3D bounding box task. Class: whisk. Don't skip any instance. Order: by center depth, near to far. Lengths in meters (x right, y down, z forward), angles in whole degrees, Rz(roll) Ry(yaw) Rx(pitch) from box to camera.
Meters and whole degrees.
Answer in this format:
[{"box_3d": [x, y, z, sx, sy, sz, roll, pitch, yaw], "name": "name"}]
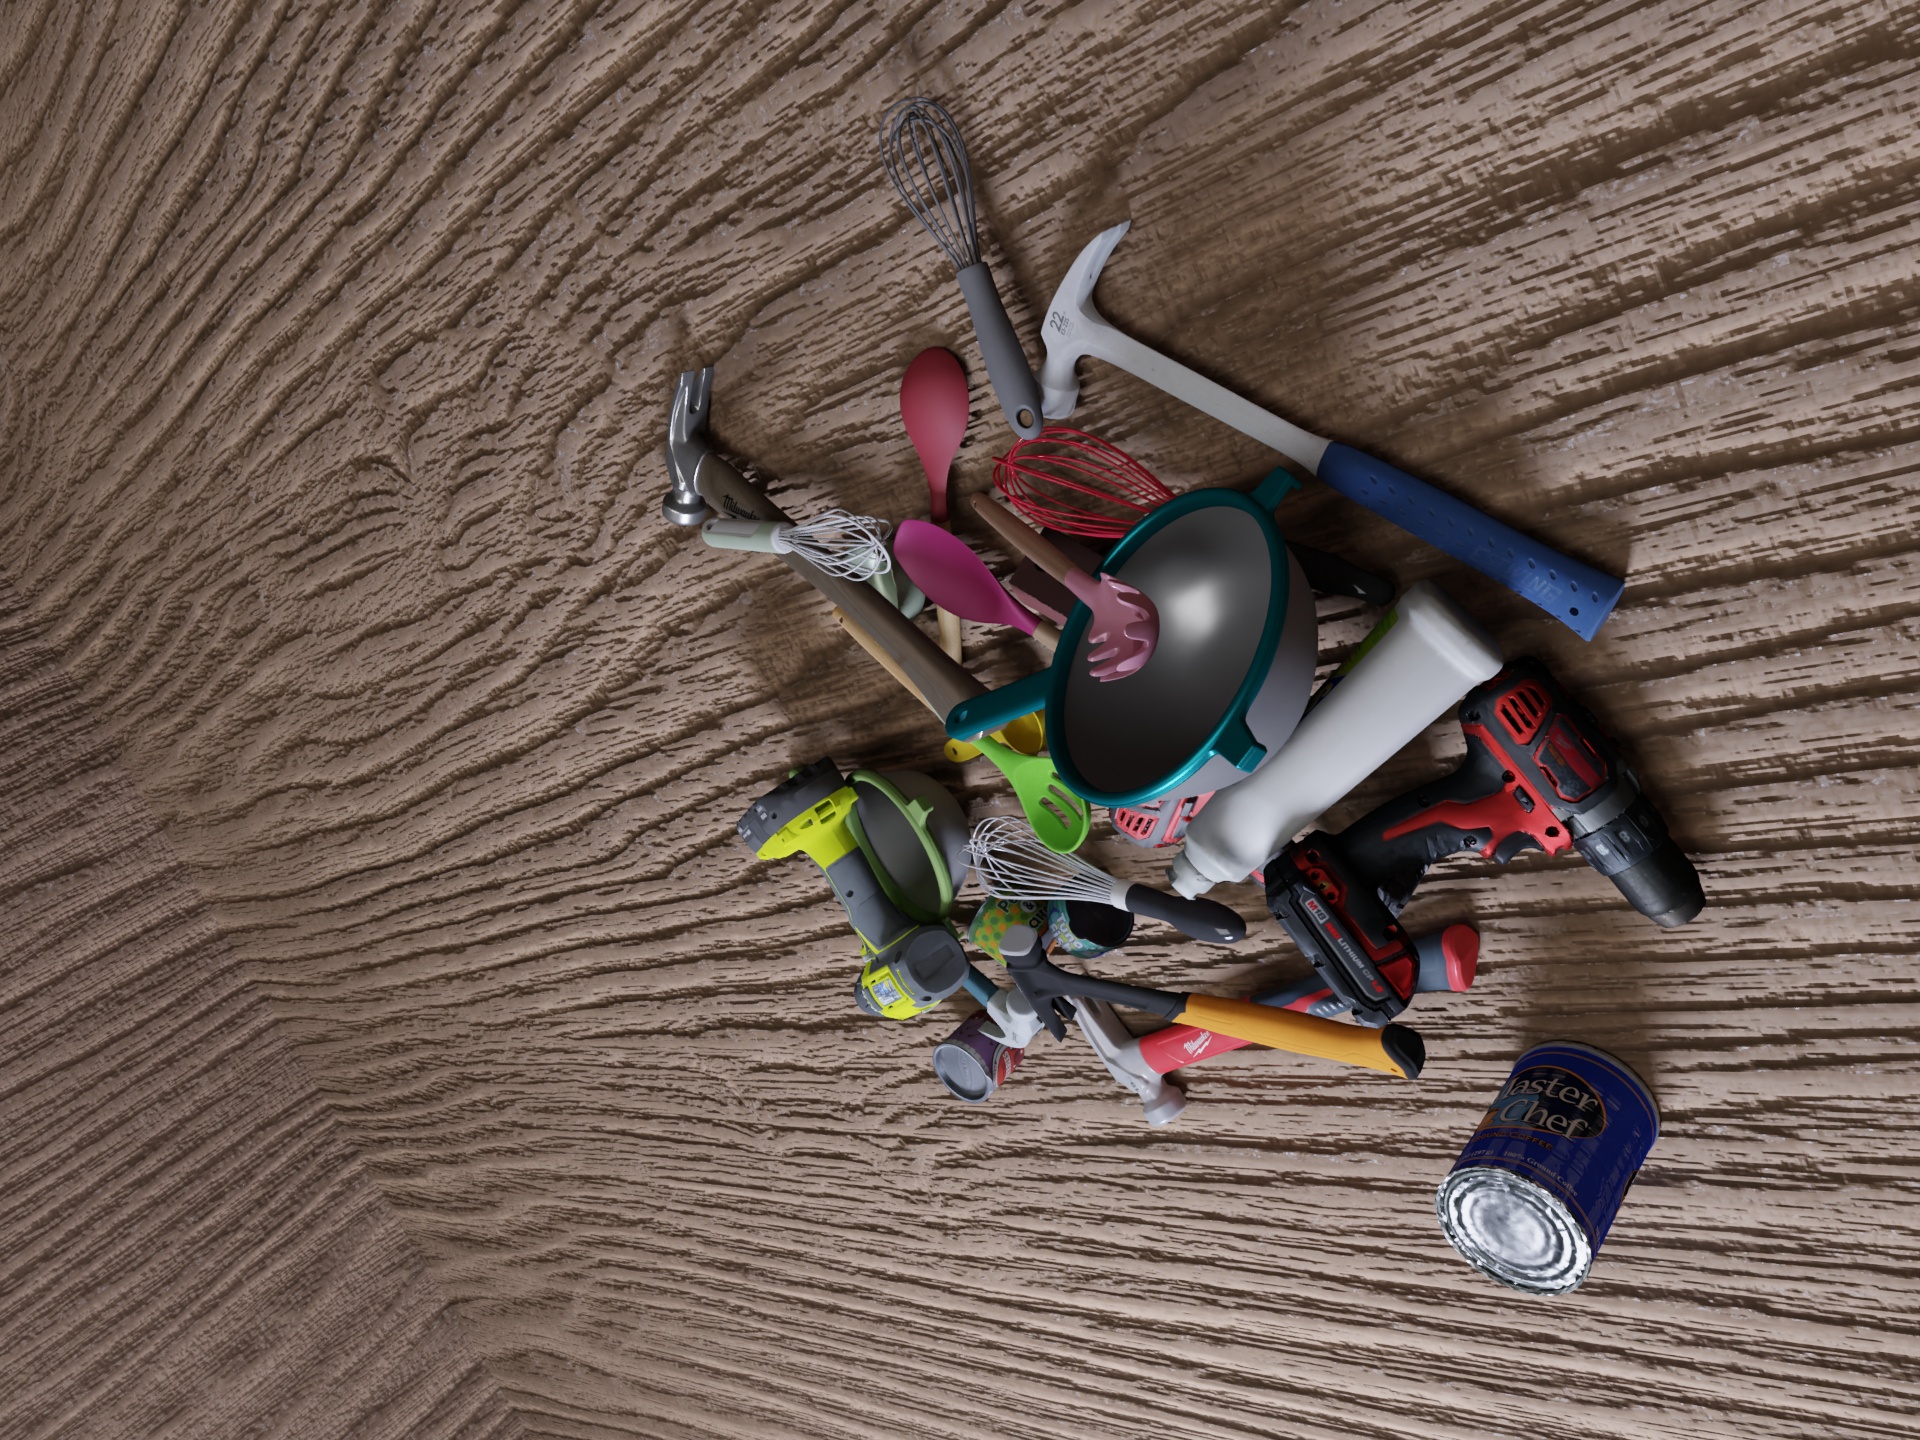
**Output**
[{"box_3d": [0.150, -0.133, 1.067, 0.296, 0.073, 0.073, 23, 131, 23], "name": "whisk"}, {"box_3d": [0.005, -0.301, 1.069, 0.055, 0.055, 0.239, -16, 97, 47], "name": "whisk"}, {"box_3d": [0.104, 0.126, 1.218, 0.285, 0.070, 0.070, 13, 125, 46], "name": "whisk"}, {"box_3d": [-0.132, -0.141, 1.225, 0.246, 0.058, 0.059, 12, 147, 50], "name": "whisk"}]

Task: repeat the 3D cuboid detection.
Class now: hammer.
[{"box_3d": [0.219, -0.173, 0.991, 0.406, 0.035, 0.144, 34, 135, 21], "name": "hammer"}, {"box_3d": [0.190, 0.228, 1.217, 0.337, 0.034, 0.127, 6, 140, 36], "name": "hammer"}, {"box_3d": [0.235, 0.214, 1.237, 0.143, 0.038, 0.386, 55, 139, 1], "name": "hammer"}, {"box_3d": [-0.107, -0.126, 1.266, 0.411, 0.038, 0.146, 41, 136, 28], "name": "hammer"}, {"box_3d": [-0.052, 0.180, 1.457, 0.331, 0.033, 0.128, 39, 158, 22], "name": "hammer"}]

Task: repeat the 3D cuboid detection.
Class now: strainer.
[{"box_3d": [0.117, -0.019, 1.045, 0.095, 0.211, 0.340, 24, 155, -28], "name": "strainer"}, {"box_3d": [-0.064, 0.081, 1.412, 0.257, 0.069, 0.151, 29, 140, 49], "name": "strainer"}]

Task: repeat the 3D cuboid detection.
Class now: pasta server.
[{"box_3d": [0.059, -0.104, 1.063, 0.316, 0.040, 0.060, -130, 45, -59], "name": "pasta server"}]

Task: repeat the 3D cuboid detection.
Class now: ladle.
[{"box_3d": [-0.014, -0.134, 1.238, 0.069, 0.031, 0.315, 26, 134, 38], "name": "ladle"}]

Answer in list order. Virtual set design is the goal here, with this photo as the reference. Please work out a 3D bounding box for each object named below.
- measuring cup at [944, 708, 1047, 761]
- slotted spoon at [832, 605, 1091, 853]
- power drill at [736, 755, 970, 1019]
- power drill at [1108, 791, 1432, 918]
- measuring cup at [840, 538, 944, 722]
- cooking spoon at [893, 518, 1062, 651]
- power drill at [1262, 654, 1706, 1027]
[{"box_3d": [0.031, 0.007, 1.299, 0.062, 0.029, 0.156, 60, 150, -3], "name": "measuring cup"}, {"box_3d": [-0.002, -0.004, 1.280, 0.314, 0.031, 0.070, 42, 128, 29], "name": "slotted spoon"}, {"box_3d": [-0.096, 0.159, 1.385, 0.228, 0.080, 0.190, 56, 154, 4], "name": "power drill"}, {"box_3d": [0.215, 0.069, 1.114, 0.220, 0.078, 0.143, 32, 135, 17], "name": "power drill"}, {"box_3d": [-0.037, -0.071, 1.276, 0.167, 0.038, 0.083, 59, 143, 6], "name": "measuring cup"}, {"box_3d": [0.079, -0.055, 1.192, 0.319, 0.017, 0.068, 35, 136, 13], "name": "cooking spoon"}, {"box_3d": [0.322, 0.095, 0.983, 0.226, 0.080, 0.188, -39, 88, 10], "name": "power drill"}]
